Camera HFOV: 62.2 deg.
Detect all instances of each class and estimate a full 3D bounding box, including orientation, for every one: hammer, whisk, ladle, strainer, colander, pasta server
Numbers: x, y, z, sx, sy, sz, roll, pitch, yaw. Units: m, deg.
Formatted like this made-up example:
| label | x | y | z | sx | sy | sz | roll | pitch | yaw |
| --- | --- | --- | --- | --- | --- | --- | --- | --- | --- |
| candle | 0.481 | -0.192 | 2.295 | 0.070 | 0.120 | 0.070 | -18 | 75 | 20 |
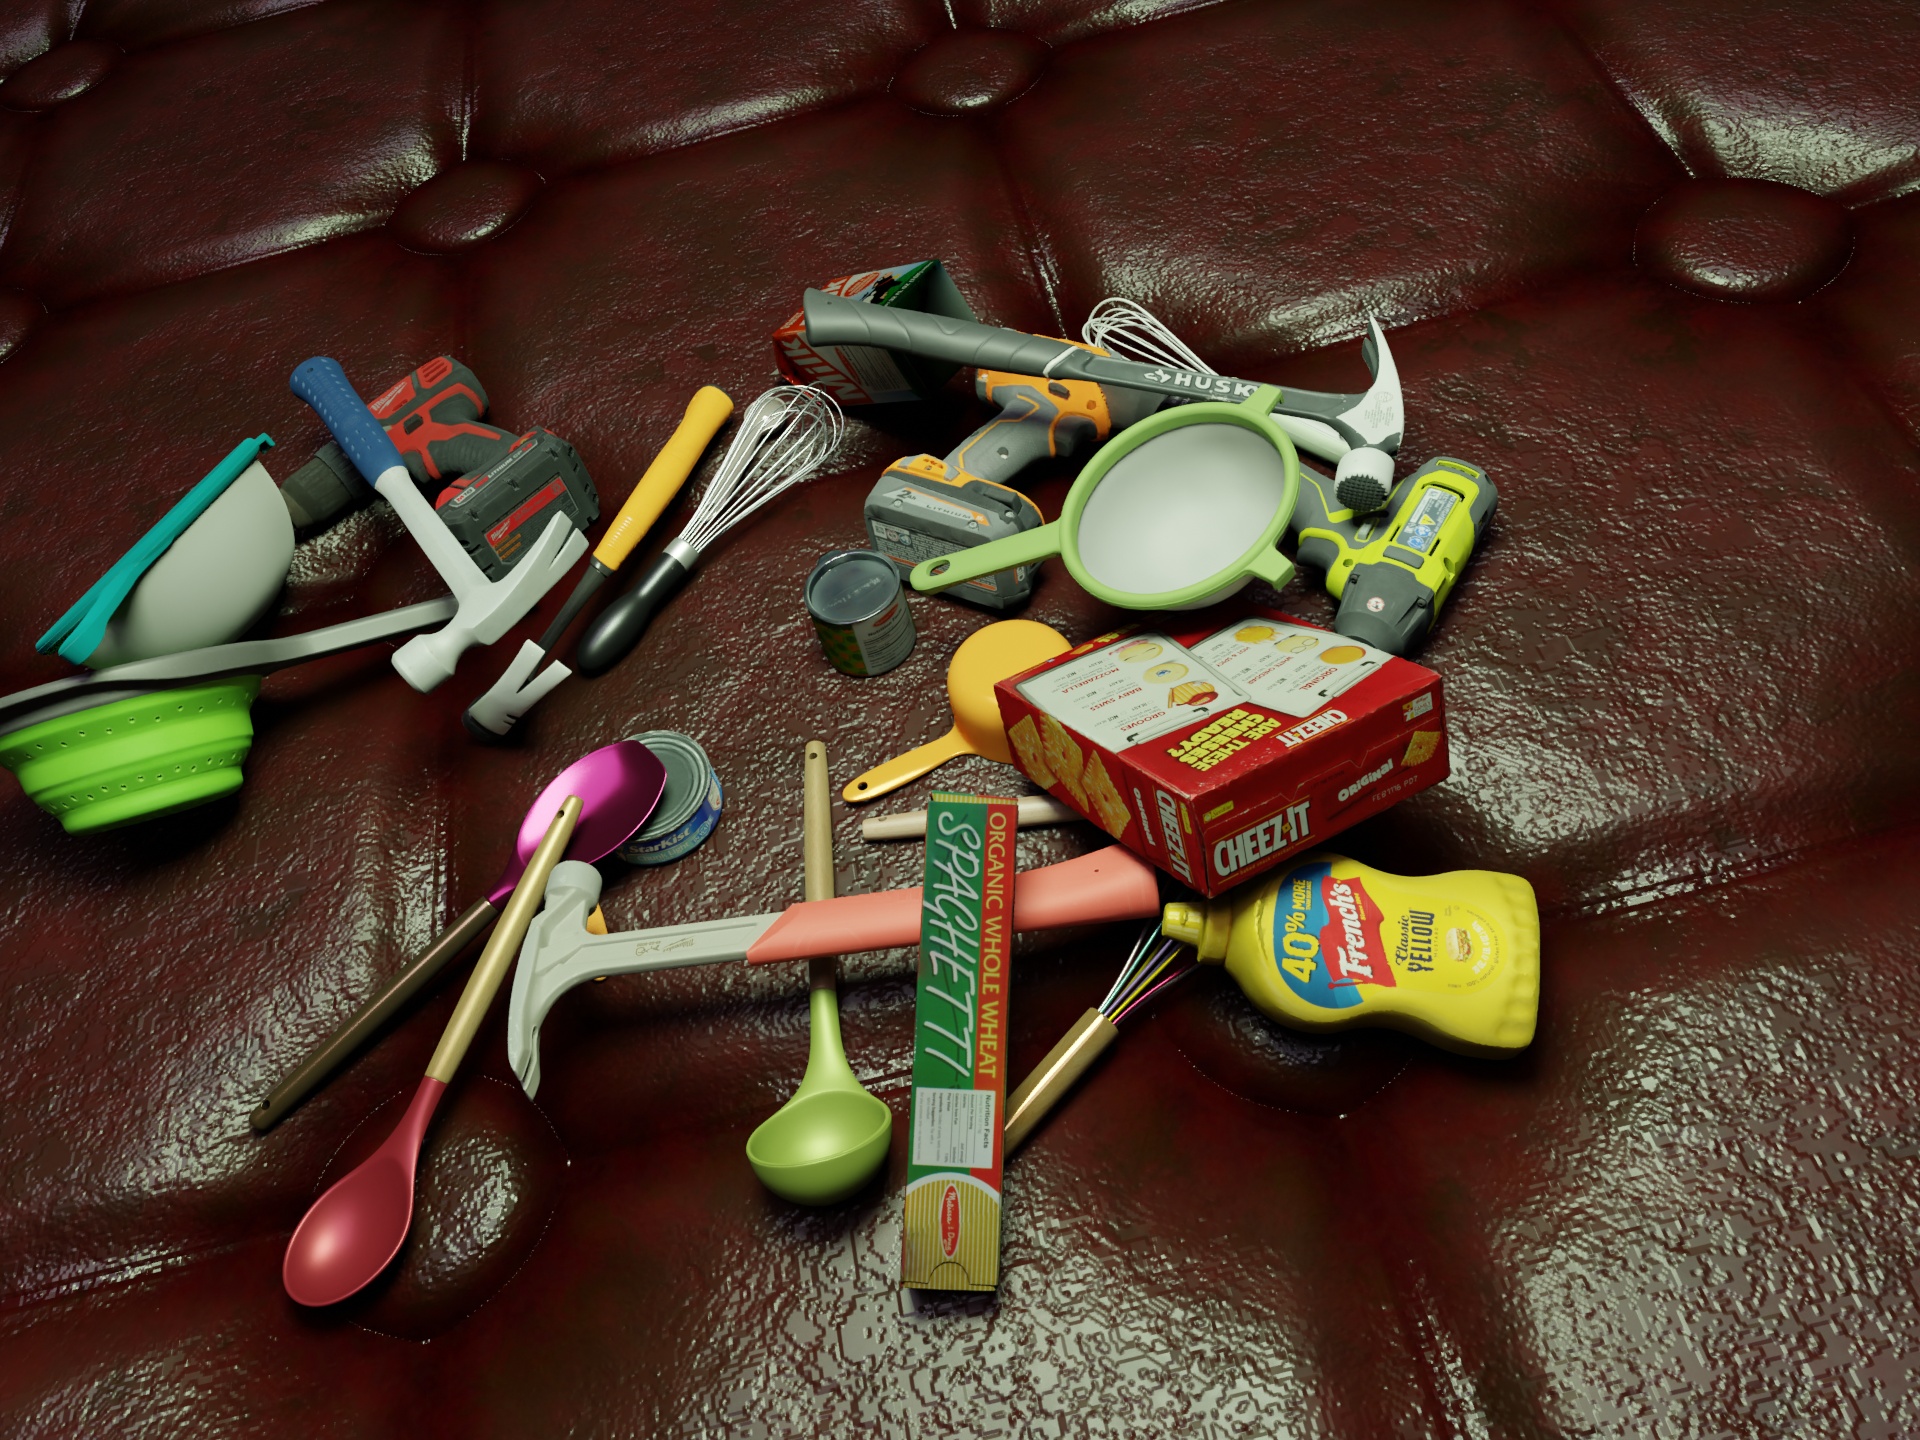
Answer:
| label | x | y | z | sx | sy | sz | roll | pitch | yaw |
| --- | --- | --- | --- | --- | --- | --- | --- | --- | --- |
| hammer | -0.398 | -0.171 | 1.138 | 0.144 | 0.035 | 0.406 | -40 | 49 | -7 |
| hammer | 0.088 | -0.238 | 1.052 | 0.409 | 0.036 | 0.149 | 13 | 56 | 10 |
| hammer | -0.069 | 0.122 | 0.882 | 0.359 | 0.036 | 0.149 | -8 | 43 | 5 |
| whisk | -0.183 | -0.144 | 1.155 | 0.070 | 0.070 | 0.285 | 26 | 67 | 28 |
| ladle | -0.084 | 0.130 | 0.924 | 0.078 | 0.062 | 0.321 | -11 | 49 | 5 |
| whisk | 0.094 | 0.151 | 0.882 | 0.245 | 0.051 | 0.047 | -45 | 36 | -16 |
| strainer | -0.542 | -0.078 | 1.104 | 0.211 | 0.095 | 0.341 | -43 | 26 | 3 |
| strainer | 0.094 | -0.104 | 0.986 | 0.256 | 0.069 | 0.152 | -14 | 53 | 25 |
| hammer | -0.243 | -0.132 | 1.142 | 0.127 | 0.034 | 0.337 | -31 | 27 | 49 |
| colander | -0.476 | -0.004 | 1.090 | 0.397 | 0.204 | 0.094 | -18 | 93 | -22 |
| ladle | -0.292 | 0.183 | 0.918 | 0.069 | 0.031 | 0.315 | 12 | 66 | 25 |
| pasta server | 0.093 | 0.042 | 0.962 | 0.316 | 0.040 | 0.060 | -7 | 26 | 9 |
| whisk | 0.187 | -0.242 | 1.154 | 0.246 | 0.059 | 0.058 | 34 | 39 | 27 |

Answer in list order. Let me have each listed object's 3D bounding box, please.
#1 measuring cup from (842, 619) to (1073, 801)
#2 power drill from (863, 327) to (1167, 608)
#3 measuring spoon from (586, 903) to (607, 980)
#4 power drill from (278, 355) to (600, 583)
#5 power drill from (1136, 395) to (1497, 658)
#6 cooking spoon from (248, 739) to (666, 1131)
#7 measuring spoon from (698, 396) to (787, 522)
| label | x | y | z | sx | sy | sz | roll | pitch | yaw |
| --- | --- | --- | --- | --- | --- | --- | --- | --- | --- |
| measuring cup | -0.002 | -0.003 | 1.007 | 0.173 | 0.052 | 0.095 | -27 | 52 | -11 |
| power drill | 0.052 | -0.184 | 1.119 | 0.164 | 0.084 | 0.226 | 19 | 55 | 25 |
| measuring spoon | -0.238 | 0.114 | 0.997 | 0.021 | 0.011 | 0.117 | -22 | 52 | -5 |
| power drill | -0.408 | -0.183 | 1.224 | 0.227 | 0.080 | 0.188 | 33 | 66 | 34 |
| power drill | 0.213 | -0.123 | 1.039 | 0.223 | 0.080 | 0.171 | 24 | 62 | 24 |
| cooking spoon | -0.305 | 0.130 | 0.970 | 0.319 | 0.017 | 0.069 | -44 | 64 | -11 |
| measuring spoon | -0.168 | -0.197 | 1.222 | 0.034 | 0.018 | 0.124 | 16 | 65 | 23 |
